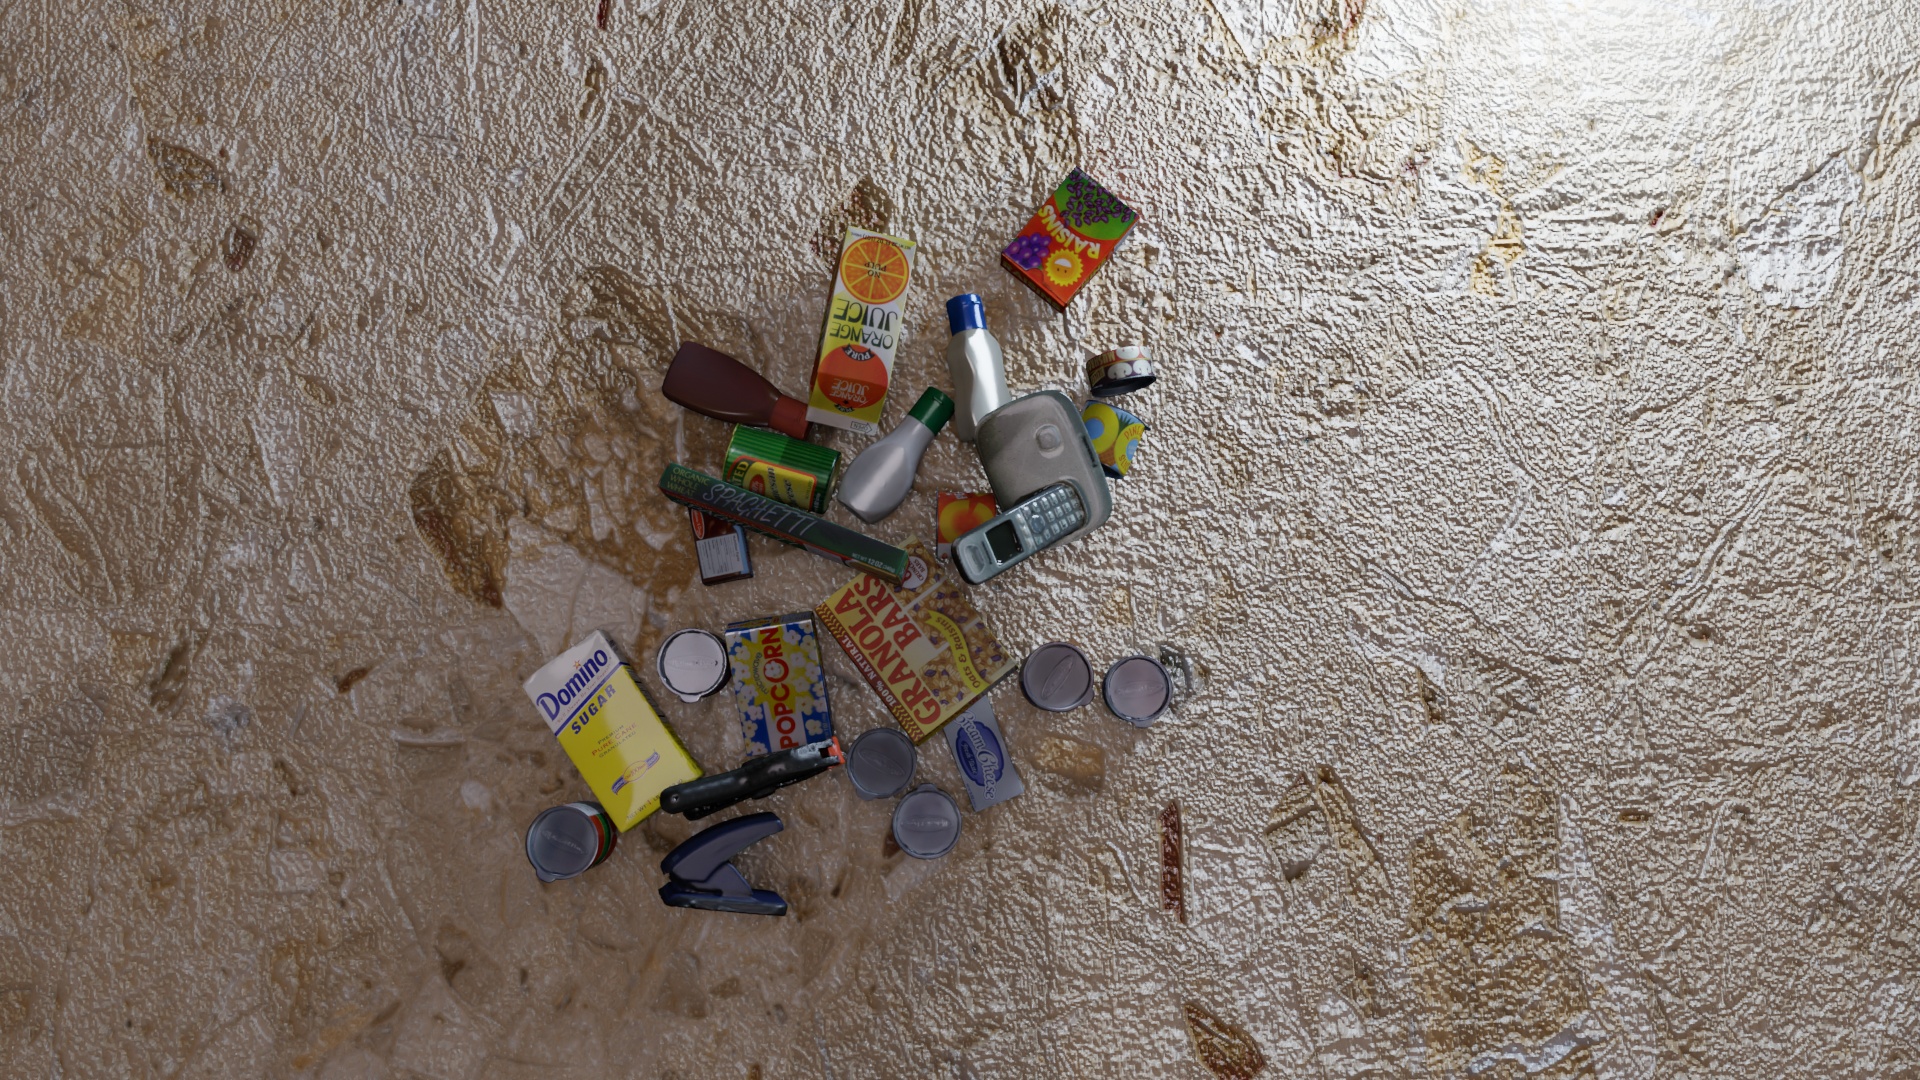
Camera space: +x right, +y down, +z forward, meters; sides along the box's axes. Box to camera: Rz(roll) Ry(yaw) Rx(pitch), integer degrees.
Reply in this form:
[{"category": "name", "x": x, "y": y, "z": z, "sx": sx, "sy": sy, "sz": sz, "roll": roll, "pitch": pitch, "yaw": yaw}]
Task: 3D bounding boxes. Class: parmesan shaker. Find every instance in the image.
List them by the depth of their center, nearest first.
[{"category": "parmesan shaker", "x": -0.174, "y": -0.071, "z": 1.361, "sx": 0.103, "sy": 0.071, "sz": 0.071, "roll": 15, "pitch": 83, "yaw": 2}]

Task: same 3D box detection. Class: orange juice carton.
[{"category": "orange juice carton", "x": -0.101, "y": -0.203, "z": 1.374, "sx": 0.072, "sy": 0.073, "sz": 0.193, "roll": 12, "pitch": 82, "yaw": -11}]

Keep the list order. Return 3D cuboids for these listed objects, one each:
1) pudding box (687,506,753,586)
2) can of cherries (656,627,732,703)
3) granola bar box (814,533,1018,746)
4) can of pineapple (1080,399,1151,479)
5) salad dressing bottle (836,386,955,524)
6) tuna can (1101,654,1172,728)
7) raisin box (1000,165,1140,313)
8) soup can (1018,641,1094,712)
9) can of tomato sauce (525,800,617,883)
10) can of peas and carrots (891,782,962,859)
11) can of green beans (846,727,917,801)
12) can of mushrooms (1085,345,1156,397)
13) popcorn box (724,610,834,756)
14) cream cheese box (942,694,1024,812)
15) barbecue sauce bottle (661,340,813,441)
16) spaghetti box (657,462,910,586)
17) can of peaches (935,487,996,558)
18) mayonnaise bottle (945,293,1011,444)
[{"category": "pudding box", "x": -0.236, "y": -0.001, "z": 1.372, "sx": 0.050, "sy": 0.030, "sz": 0.084, "roll": -12, "pitch": 83, "yaw": -1}, {"category": "can of cherries", "x": -0.256, "y": 0.121, "z": 1.341, "sx": 0.071, "sy": 0.058, "sz": 0.071, "roll": 0, "pitch": 83, "yaw": -2}, {"category": "granola bar box", "x": -0.043, "y": 0.096, "z": 1.344, "sx": 0.124, "sy": 0.039, "sz": 0.166, "roll": -37, "pitch": 74, "yaw": -5}, {"category": "can of pineapple", "x": 0.144, "y": -0.099, "z": 1.373, "sx": 0.071, "sy": 0.071, "sz": 0.058, "roll": 24, "pitch": 84, "yaw": 2}, {"category": "salad dressing bottle", "x": -0.061, "y": -0.086, "z": 1.380, "sx": 0.064, "sy": 0.044, "sz": 0.148, "roll": 37, "pitch": 82, "yaw": 4}, {"category": "tuna can", "x": 0.173, "y": 0.148, "z": 1.357, "sx": 0.071, "sy": 0.033, "sz": 0.071, "roll": 0, "pitch": 82, "yaw": -1}, {"category": "raisin box", "x": 0.111, "y": -0.305, "z": 1.415, "sx": 0.086, "sy": 0.040, "sz": 0.123, "roll": 40, "pitch": 84, "yaw": 3}, {"category": "soup can", "x": 0.093, "y": 0.133, "z": 1.332, "sx": 0.071, "sy": 0.083, "sz": 0.071, "roll": 0, "pitch": 83, "yaw": -1}, {"category": "can of tomato sauce", "x": -0.364, "y": 0.282, "z": 1.304, "sx": 0.071, "sy": 0.083, "sz": 0.071, "roll": 0, "pitch": 83, "yaw": -1}, {"category": "can of peas and carrots", "x": -0.032, "y": 0.266, "z": 1.324, "sx": 0.071, "sy": 0.058, "sz": 0.071, "roll": 0, "pitch": 82, "yaw": -1}, {"category": "can of green beans", "x": -0.075, "y": 0.212, "z": 1.331, "sx": 0.071, "sy": 0.057, "sz": 0.071, "roll": 0, "pitch": 82, "yaw": -1}, {"category": "can of mushrooms", "x": 0.157, "y": -0.168, "z": 1.382, "sx": 0.071, "sy": 0.071, "sz": 0.033, "roll": -12, "pitch": 82, "yaw": -2}, {"category": "popcorn box", "x": -0.173, "y": 0.138, "z": 1.334, "sx": 0.085, "sy": 0.038, "sz": 0.126, "roll": -9, "pitch": 99, "yaw": -1}, {"category": "cream cheese box", "x": 0.019, "y": 0.206, "z": 1.351, "sx": 0.053, "sy": 0.024, "sz": 0.104, "roll": -21, "pitch": 83, "yaw": -5}, {"category": "barbecue sauce bottle", "x": -0.218, "y": -0.144, "z": 1.385, "sx": 0.148, "sy": 0.043, "sz": 0.065, "roll": 23, "pitch": 78, "yaw": 1}, {"category": "spaghetti box", "x": -0.168, "y": -0.015, "z": 1.329, "sx": 0.250, "sy": 0.050, "sz": 0.029, "roll": 20, "pitch": 78, "yaw": 6}, {"category": "can of peaches", "x": 0.005, "y": -0.017, "z": 1.360, "sx": 0.058, "sy": 0.071, "sz": 0.071, "roll": 1, "pitch": 83, "yaw": -1}, {"category": "mayonnaise bottle", "x": 0.016, "y": -0.171, "z": 1.387, "sx": 0.065, "sy": 0.041, "sz": 0.148, "roll": -1, "pitch": 76, "yaw": -43}]
